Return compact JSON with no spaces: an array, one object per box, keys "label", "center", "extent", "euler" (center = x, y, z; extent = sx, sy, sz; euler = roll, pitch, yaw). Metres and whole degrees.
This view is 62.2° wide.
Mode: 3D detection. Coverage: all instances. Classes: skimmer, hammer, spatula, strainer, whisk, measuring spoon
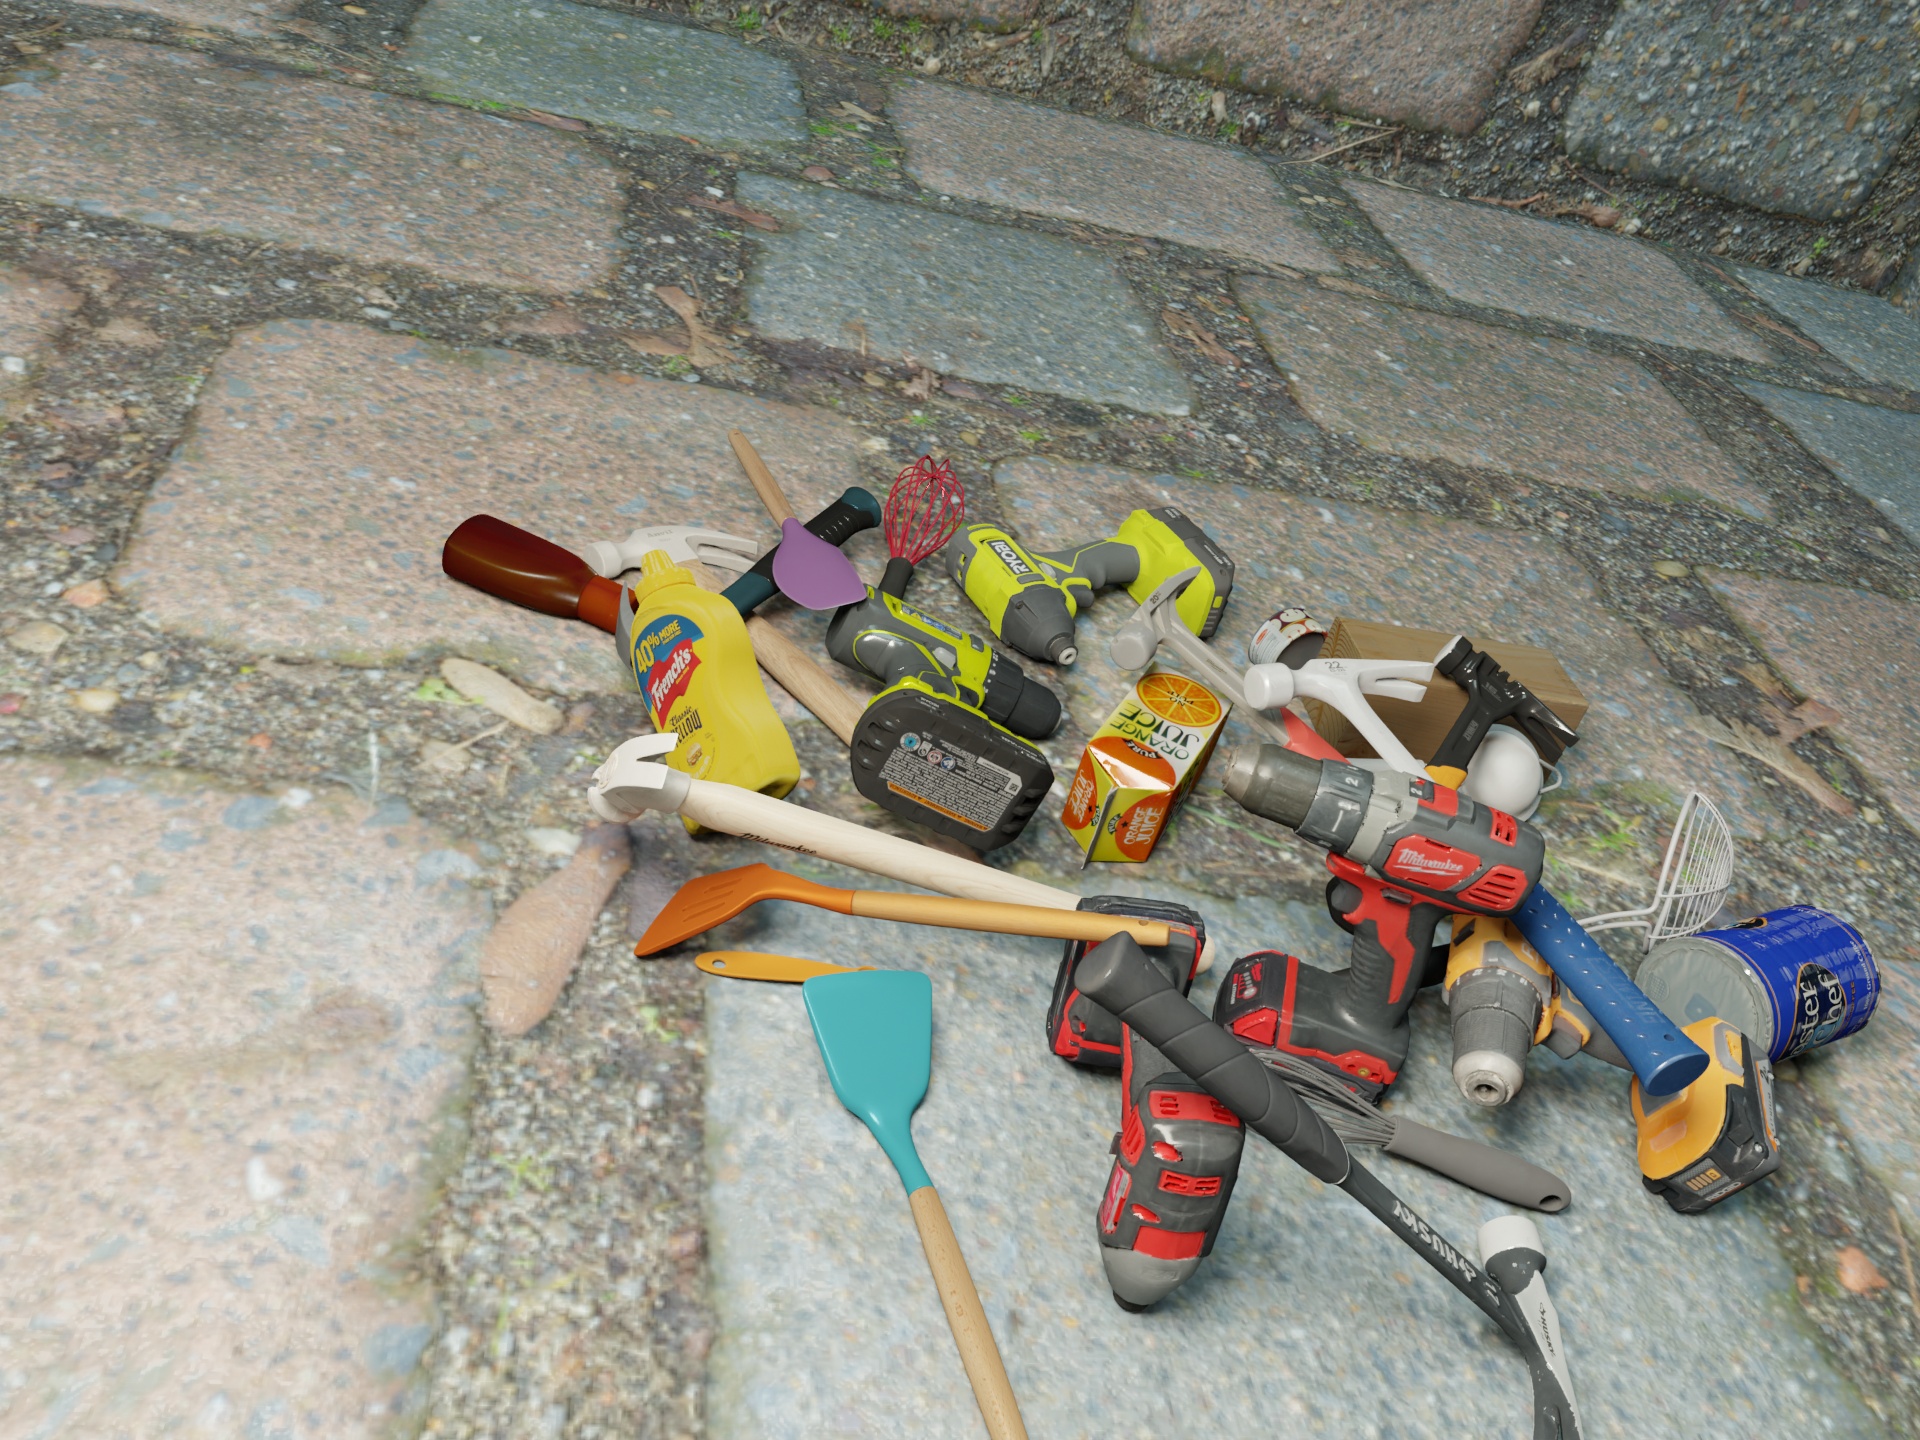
[{"label":"skimmer","center":[0.404,0.137,1.144],"extent":[0.363,0.127,0.090],"euler":[-11,33,-14]},{"label":"hammer","center":[0.276,0.027,1.207],"extent":[0.359,0.036,0.149],"euler":[42,38,6]},{"label":"spatula","center":[-0.038,0.117,0.934],"extent":[0.322,0.041,0.081],"euler":[4,30,16]},{"label":"strainer","center":[0.381,0.043,1.300],"extent":[0.258,0.050,0.087],"euler":[1,81,-7]},{"label":"spatula","center":[-0.146,-0.167,1.274],"extent":[0.059,0.018,0.316],"euler":[-14,37,-14]},{"label":"hammer","center":[-0.146,-0.057,1.229],"extent":[0.130,0.031,0.332],"euler":[-21,51,-41]},{"label":"hammer","center":[0.341,0.079,1.041],"extent":[0.144,0.035,0.406],"euler":[-6,38,-20]},{"label":"whisk","center":[-0.048,-0.141,1.366],"extent":[0.073,0.073,0.296],"euler":[17,40,0]},{"label":"hammer","center":[-0.150,-0.110,1.243],"extent":[0.128,0.033,0.331],"euler":[27,37,11]},{"label":"hammer","center":[0.356,0.057,1.174],"extent":[0.127,0.034,0.337],"euler":[42,46,6]},{"label":"spatula","center":[-0.011,0.266,0.839],"extent":[0.082,0.044,0.318],"euler":[2,39,-27]},{"label":"whisk","center":[0.263,0.256,0.974],"extent":[0.239,0.055,0.055],"euler":[21,35,-3]},{"label":"hammer","center":[-0.017,0.091,0.977],"extent":[0.410,0.146,0.038],"euler":[19,74,-20]},{"label":"hammer","center":[0.195,0.232,0.800],"extent":[0.408,0.036,0.149],"euler":[42,28,-26]},{"label":"measuring spoon","center":[-0.105,0.156,0.979],"extent":[0.117,0.011,0.021],"euler":[7,36,-8]}]

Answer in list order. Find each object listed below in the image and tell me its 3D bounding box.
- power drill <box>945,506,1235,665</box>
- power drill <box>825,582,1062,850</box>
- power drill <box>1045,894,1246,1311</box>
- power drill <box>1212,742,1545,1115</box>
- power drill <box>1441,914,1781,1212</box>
[{"label":"power drill","center":[0.120,-0.115,1.388],"extent":[0.223,0.080,0.171],"euler":[-11,43,-28]},{"label":"power drill","center":[-0.002,-0.004,1.145],"extent":[0.190,0.080,0.229],"euler":[26,21,-16]},{"label":"power drill","center":[0.102,0.210,0.889],"extent":[0.078,0.143,0.220],"euler":[7,30,-6]},{"label":"power drill","center":[0.224,0.121,0.976],"extent":[0.188,0.226,0.080],"euler":[20,35,3]},{"label":"power drill","center":[0.403,0.215,1.006],"extent":[0.226,0.084,0.185],"euler":[36,38,-3]}]
